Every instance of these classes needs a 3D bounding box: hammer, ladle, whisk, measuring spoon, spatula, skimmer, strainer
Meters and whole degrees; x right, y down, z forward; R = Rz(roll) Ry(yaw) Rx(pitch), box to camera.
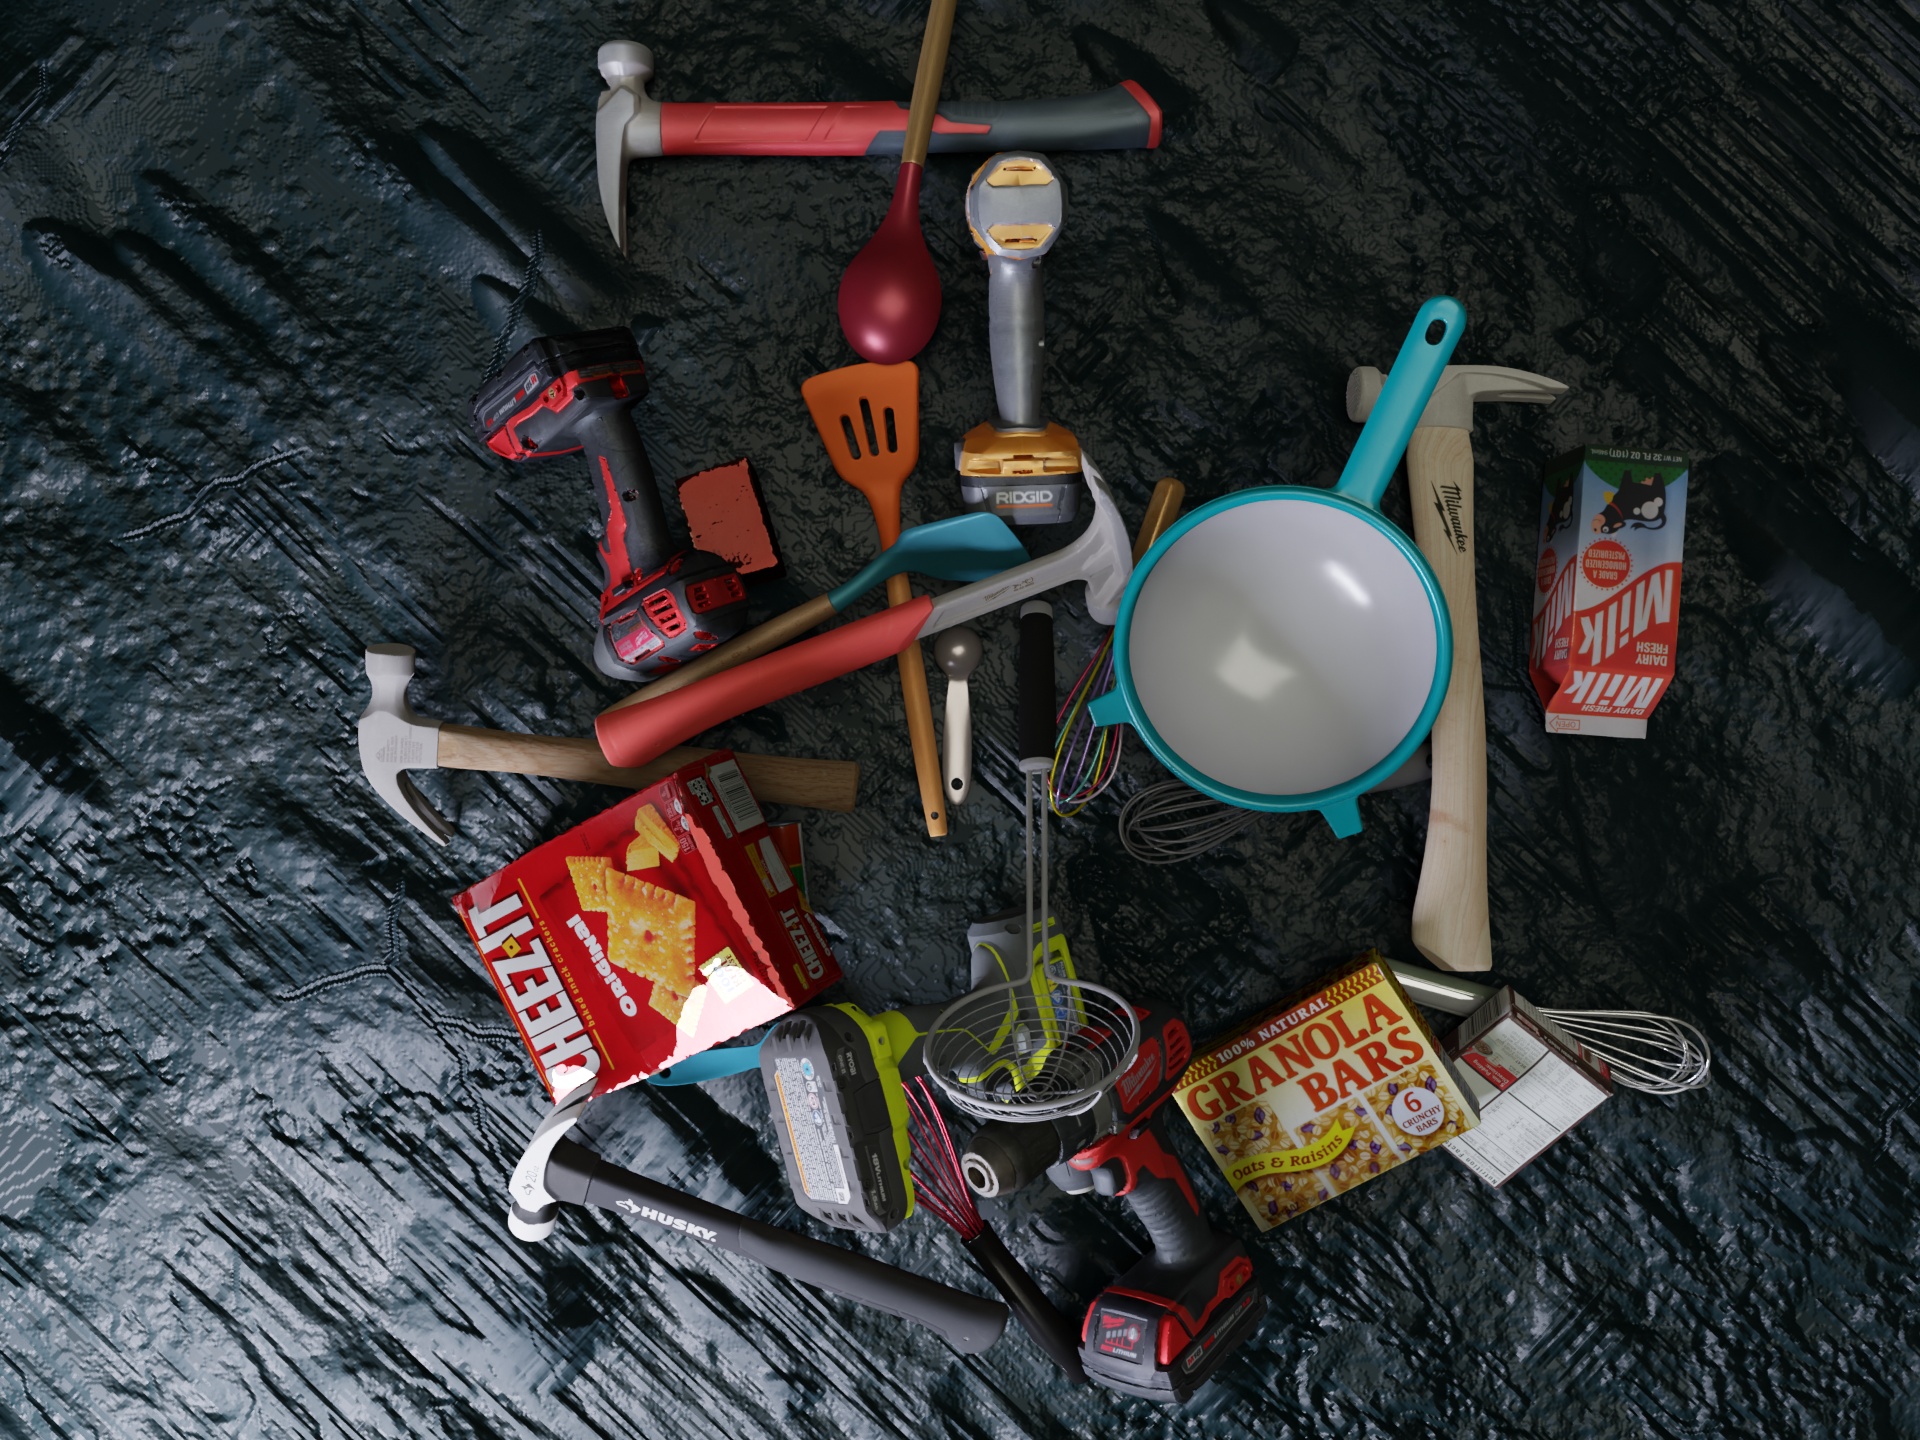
[{"bbox_3d":[-0.235,0.031,1.073,0.331,0.031,0.130,7,106,-5],"label":"hammer"},{"bbox_3d":[-0.026,-0.394,1.063,0.069,0.031,0.315,10,85,1],"label":"ladle"},{"bbox_3d":[-0.064,-0.054,1.011,0.359,0.149,0.037,-21,58,2],"label":"hammer"},{"bbox_3d":[0.388,0.203,1.081,0.246,0.059,0.057,16,116,4],"label":"whisk"},{"bbox_3d":[-0.055,-0.393,1.096,0.386,0.038,0.143,-1,90,-1],"label":"hammer"},{"bbox_3d":[0.341,-0.039,1.071,0.146,0.038,0.411,0,82,-2],"label":"hammer"},{"bbox_3d":[-0.154,0.230,1.090,0.128,0.021,0.042,-12,92,8],"label":"measuring spoon"},{"bbox_3d":[0.222,0.051,1.083,0.239,0.055,0.055,-12,89,-6],"label":"whisk"},{"bbox_3d":[-0.042,-0.080,1.085,0.081,0.041,0.322,-10,89,4],"label":"spatula"},{"bbox_3d":[-0.129,0.337,1.037,0.335,0.035,0.146,20,126,-1],"label":"hammer"},{"bbox_3d":[0.107,-0.050,1.091,0.047,0.051,0.245,22,84,-21],"label":"whisk"},{"bbox_3d":[-0.002,0.328,1.066,0.073,0.073,0.296,-36,94,-2],"label":"whisk"},{"bbox_3d":[0.044,0.071,0.990,0.127,0.090,0.364,-4,63,10],"label":"skimmer"},{"bbox_3d":[0.234,-0.109,1.024,0.211,0.095,0.340,25,107,6],"label":"strainer"},{"bbox_3d":[-0.002,-0.003,1.094,0.034,0.018,0.124,0,89,-1],"label":"measuring spoon"},{"bbox_3d":[-0.106,-0.060,1.058,0.317,0.082,0.044,-26,56,11],"label":"spatula"}]

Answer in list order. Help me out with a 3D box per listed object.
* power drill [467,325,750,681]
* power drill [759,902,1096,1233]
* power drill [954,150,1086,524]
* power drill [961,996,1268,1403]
[{"bbox_3d":[-0.232,-0.133,1.047,0.078,0.143,0.219,-24,90,-46],"label":"power drill"},{"bbox_3d":[-0.001,0.235,1.012,0.228,0.080,0.190,-14,89,-41],"label":"power drill"},{"bbox_3d":[0.035,-0.255,1.046,0.084,0.185,0.226,-2,107,-1],"label":"power drill"},{"bbox_3d":[0.096,0.309,0.999,0.188,0.080,0.226,-26,103,-42],"label":"power drill"}]
